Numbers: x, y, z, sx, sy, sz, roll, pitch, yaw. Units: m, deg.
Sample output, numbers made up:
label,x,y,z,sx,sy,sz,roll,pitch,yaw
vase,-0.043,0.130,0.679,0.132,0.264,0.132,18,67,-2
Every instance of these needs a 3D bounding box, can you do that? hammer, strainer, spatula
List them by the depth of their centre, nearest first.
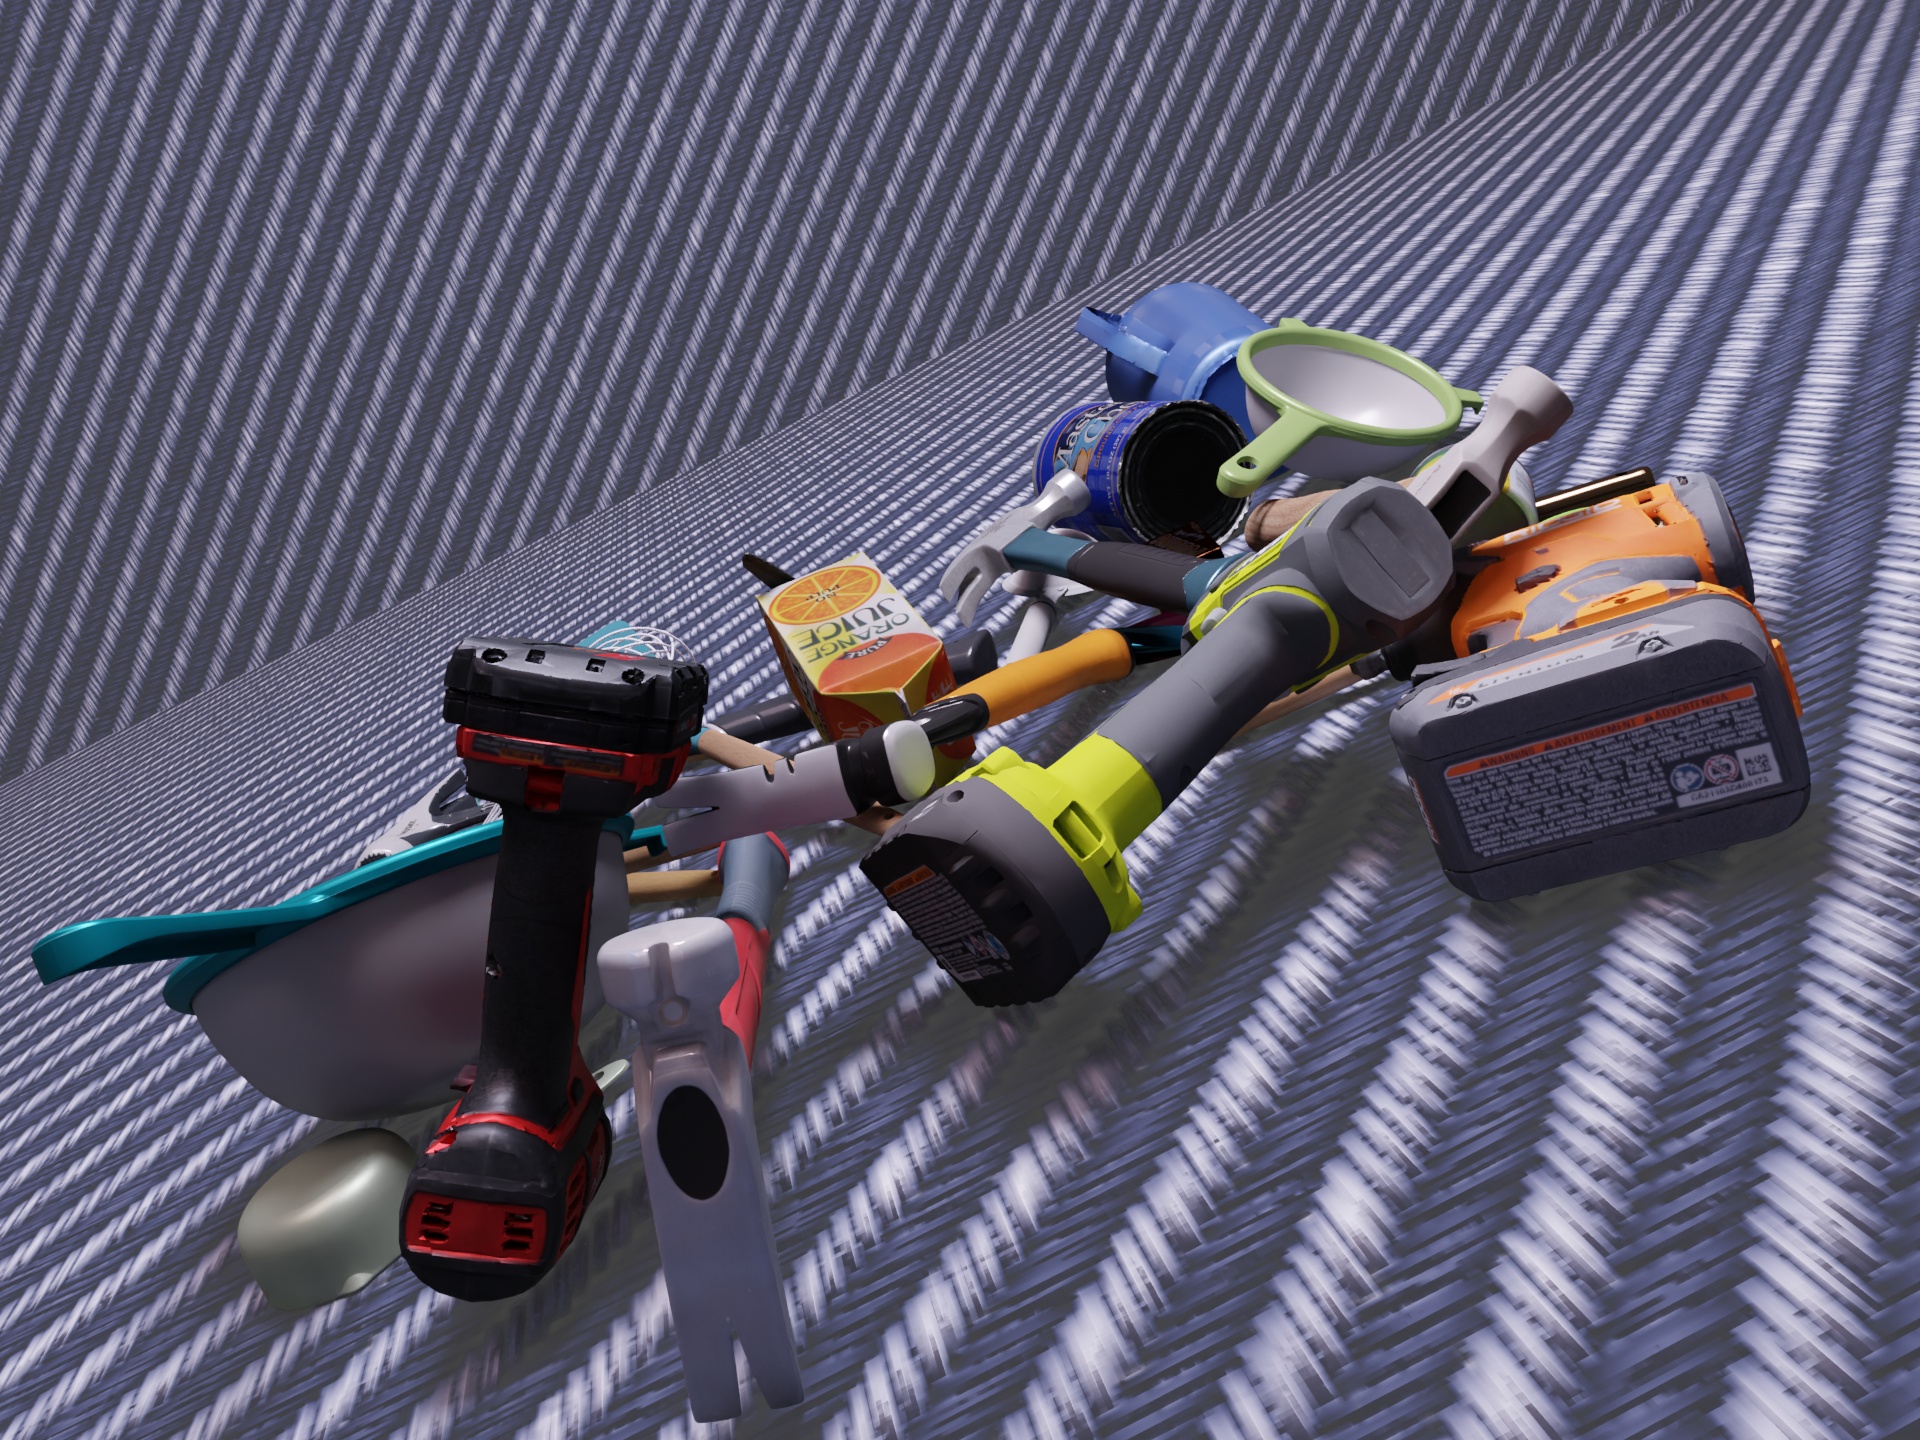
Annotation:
label,x,y,z,sx,sy,sz,roll,pitch,yaw
hammer,-0.086,0.112,0.623,0.038,0.143,0.386,-10,6,-4
strainer,-0.239,0.116,0.648,0.211,0.095,0.340,-25,-7,5
hammer,-0.001,-0.002,0.761,0.127,0.034,0.337,-13,5,29
hammer,0.191,-0.100,0.802,0.130,0.031,0.331,-49,5,2
spatula,-0.135,0.012,0.905,0.318,0.044,0.082,20,52,44
hammer,0.079,-0.090,0.910,0.128,0.033,0.331,-39,20,-9
hammer,-0.172,0.017,1.012,0.409,0.036,0.149,-18,17,3
strainer,0.221,-0.175,1.018,0.151,0.069,0.256,29,42,20
strainer,0.056,-0.075,1.031,0.087,0.050,0.259,-3,27,15

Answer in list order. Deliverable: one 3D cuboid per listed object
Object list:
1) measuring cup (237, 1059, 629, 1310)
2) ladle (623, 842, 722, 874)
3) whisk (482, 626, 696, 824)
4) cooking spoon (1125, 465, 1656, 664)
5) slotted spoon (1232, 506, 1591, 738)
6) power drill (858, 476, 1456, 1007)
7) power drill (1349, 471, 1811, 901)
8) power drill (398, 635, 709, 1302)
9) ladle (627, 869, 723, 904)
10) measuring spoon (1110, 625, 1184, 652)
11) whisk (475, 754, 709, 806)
label,x,y,z,sx,sy,sz,roll,pitch,yaw
measuring cup,-0.219,0.177,0.661,0.167,0.038,0.083,-31,19,-14
ladle,-0.162,0.080,0.838,0.320,0.062,0.078,-18,28,12
whisk,-0.253,0.055,0.906,0.284,0.070,0.070,-46,14,12
cooking spoon,0.215,-0.082,0.877,0.319,0.017,0.069,-17,20,24
slotted spoon,0.167,-0.019,0.750,0.314,0.031,0.070,-24,32,7
power drill,0.073,0.009,0.620,0.223,0.080,0.171,-40,0,-19
power drill,0.221,-0.020,0.605,0.164,0.084,0.226,-18,15,24
power drill,-0.150,0.083,0.586,0.078,0.219,0.143,9,2,-4
ladle,-0.241,0.103,0.924,0.315,0.031,0.069,-8,24,36
measuring spoon,0.118,-0.053,0.883,0.129,0.021,0.042,-2,43,37
whisk,-0.253,0.029,1.117,0.245,0.047,0.051,-10,21,28
